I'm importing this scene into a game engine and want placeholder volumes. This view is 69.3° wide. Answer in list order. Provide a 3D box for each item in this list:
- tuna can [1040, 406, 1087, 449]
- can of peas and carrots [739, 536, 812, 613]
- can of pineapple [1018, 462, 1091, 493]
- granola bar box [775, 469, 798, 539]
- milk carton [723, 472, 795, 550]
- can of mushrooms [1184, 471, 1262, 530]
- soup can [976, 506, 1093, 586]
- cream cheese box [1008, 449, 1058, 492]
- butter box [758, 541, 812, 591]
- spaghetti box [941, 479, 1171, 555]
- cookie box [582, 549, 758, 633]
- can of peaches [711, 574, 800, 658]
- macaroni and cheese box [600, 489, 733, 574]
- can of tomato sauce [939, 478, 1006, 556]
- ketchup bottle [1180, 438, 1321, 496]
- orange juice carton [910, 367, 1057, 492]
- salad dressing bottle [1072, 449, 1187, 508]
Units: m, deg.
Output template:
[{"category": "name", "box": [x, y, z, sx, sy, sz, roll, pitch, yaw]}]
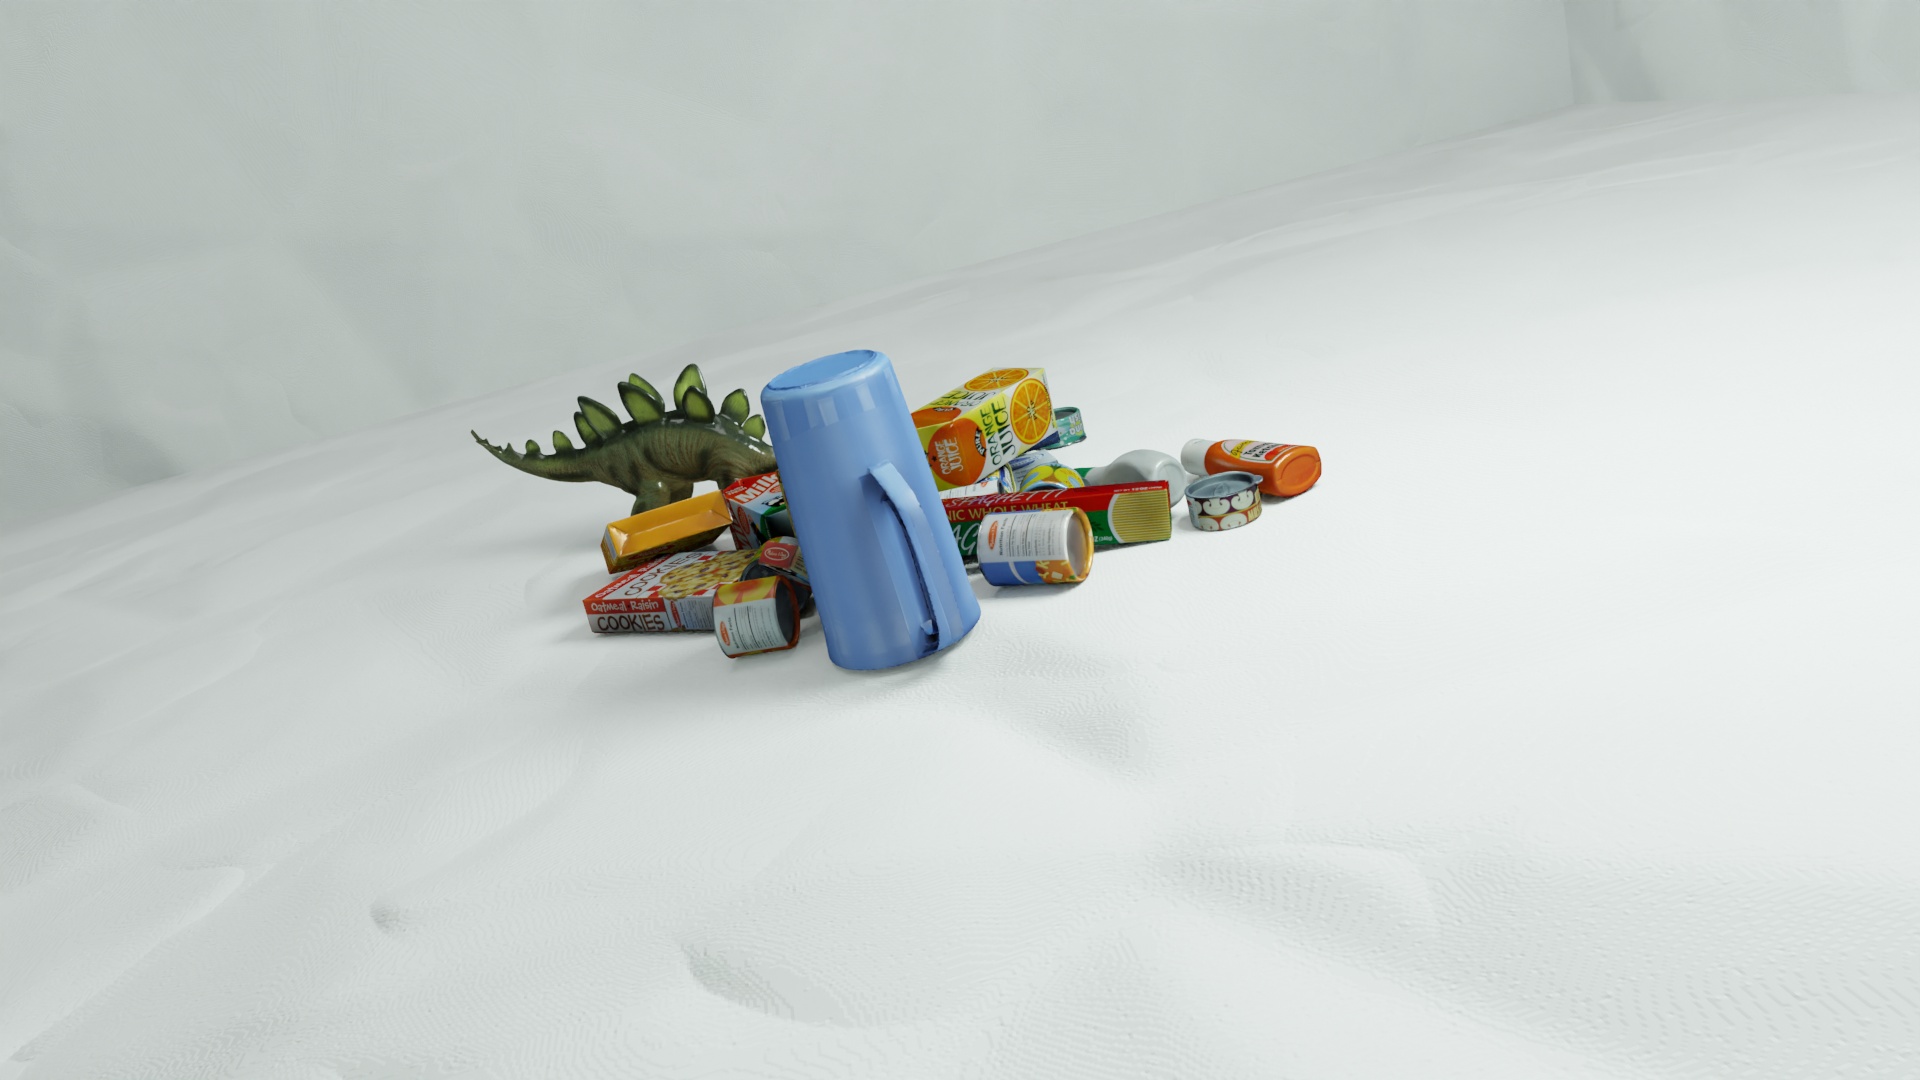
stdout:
[{"category": "tuna can", "box": [0.115, -0.133, 1.644, 0.071, 0.032, 0.071, -13, 18, 4]}, {"category": "can of peas and carrots", "box": [-0.170, 0.037, 1.300, 0.071, 0.070, 0.059, -11, 18, 9]}, {"category": "can of pineapple", "box": [0.087, -0.035, 1.317, 0.071, 0.070, 0.058, -10, 19, 13]}, {"category": "granola bar box", "box": [-0.098, -0.010, 1.290, 0.039, 0.123, 0.165, -28, 22, -33]}, {"category": "milk carton", "box": [-0.200, -0.022, 1.485, 0.074, 0.072, 0.190, -22, 20, -23]}, {"category": "can of mushrooms", "box": [0.241, -0.036, 1.260, 0.071, 0.033, 0.071, -13, 17, 4]}, {"category": "soup can", "box": [0.067, 0.007, 1.215, 0.083, 0.071, 0.072, -3, 21, 28]}, {"category": "cream cheese box", "box": [0.054, -0.069, 1.514, 0.104, 0.024, 0.053, -17, 19, -9]}, {"category": "butter box", "box": [-0.125, 0.033, 1.241, 0.053, 0.103, 0.024, 8, 73, 50]}, {"category": "spaghetti box", "box": [0.067, -0.018, 1.270, 0.250, 0.050, 0.029, -5, 19, 9]}, {"category": "cookie box", "box": [-0.269, 0.050, 1.375, 0.167, 0.040, 0.123, -3, 20, 29]}, {"category": "can of peaches", "box": [-0.177, 0.065, 1.217, 0.058, 0.071, 0.071, -10, 18, 12]}, {"category": "macaroni and cheese box", "box": [-0.319, -0.006, 1.493, 0.124, 0.040, 0.166, -18, -3, -19]}, {"category": "can of tomato sauce", "box": [0.005, -0.017, 1.331, 0.083, 0.071, 0.071, -12, 18, 9]}, {"category": "ketchup bottle", "box": [0.272, -0.073, 1.331, 0.065, 0.043, 0.149, -23, 19, -27]}, {"category": "orange juice carton", "box": [0.010, -0.110, 1.407, 0.073, 0.071, 0.193, 6, 29, 41]}, {"category": "salad dressing bottle", "box": [0.155, -0.055, 1.343, 0.044, 0.064, 0.147, -35, 18, -27]}]
